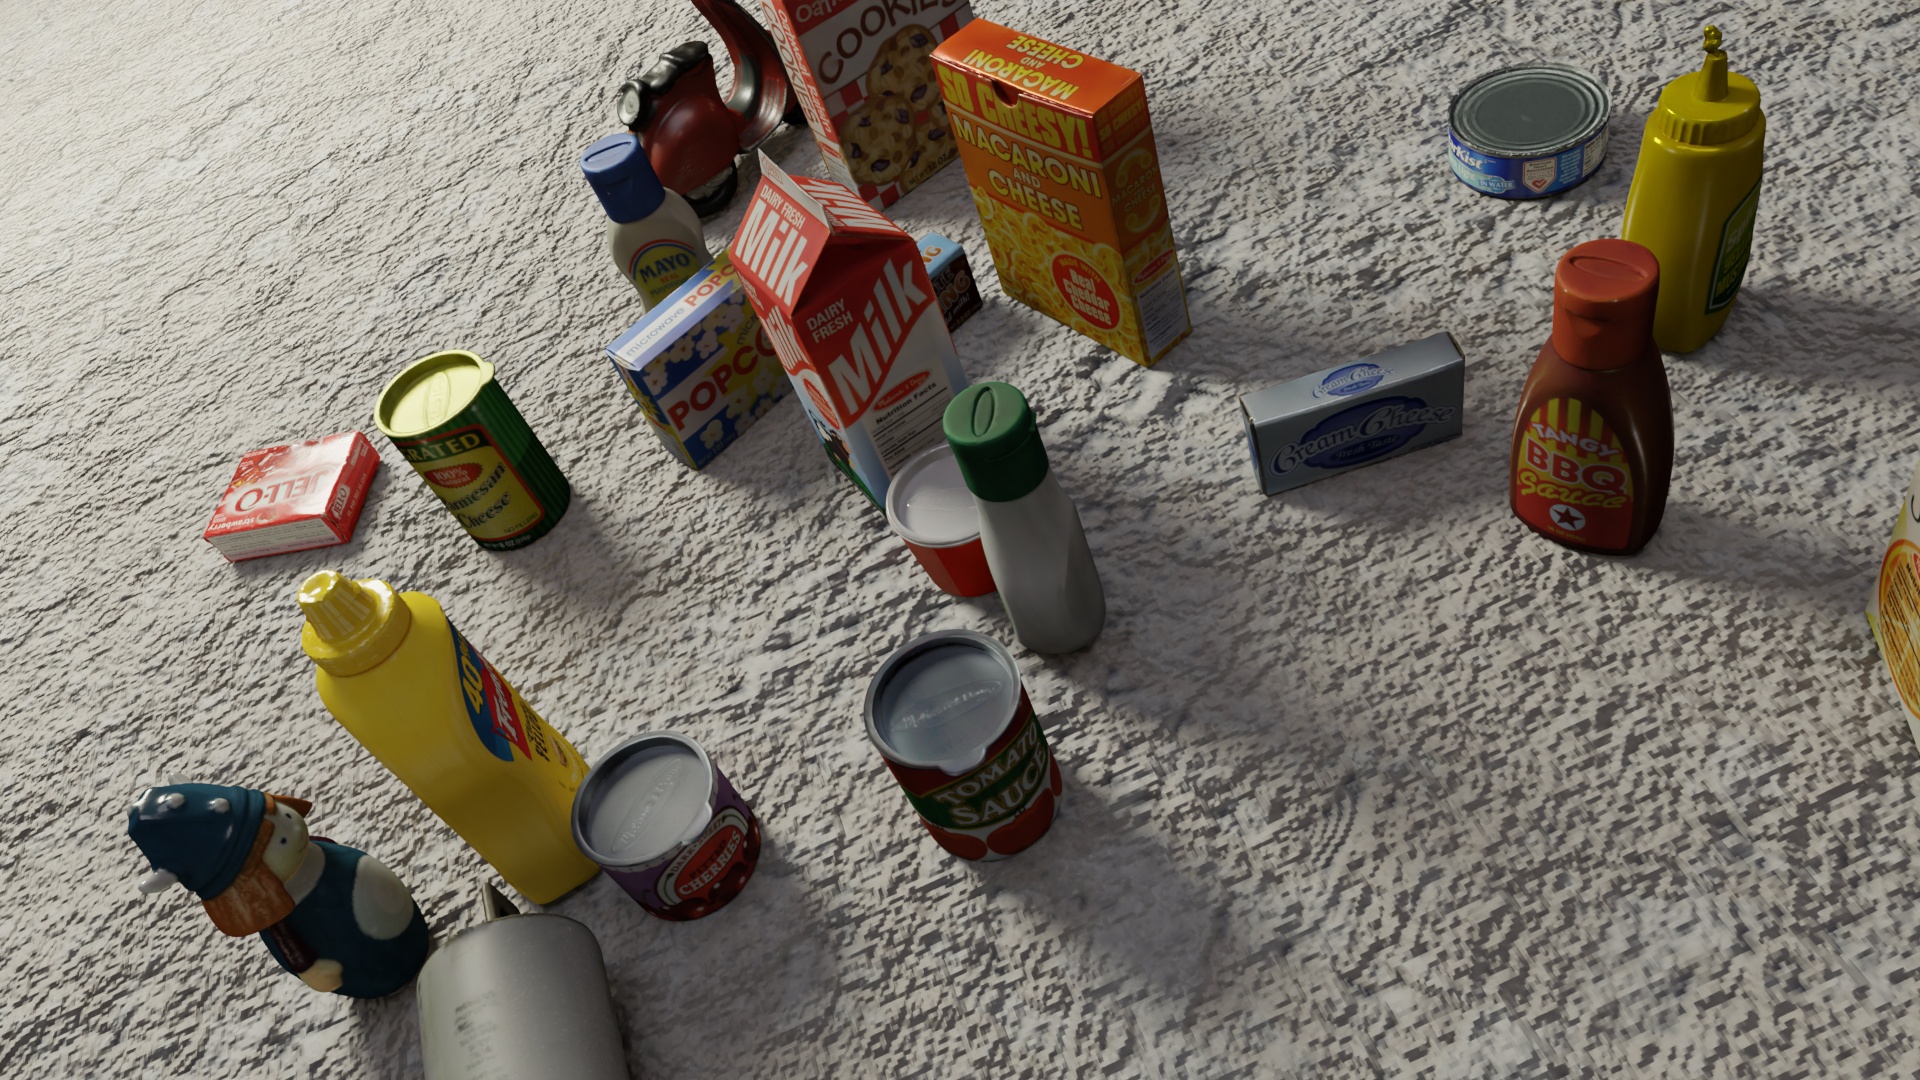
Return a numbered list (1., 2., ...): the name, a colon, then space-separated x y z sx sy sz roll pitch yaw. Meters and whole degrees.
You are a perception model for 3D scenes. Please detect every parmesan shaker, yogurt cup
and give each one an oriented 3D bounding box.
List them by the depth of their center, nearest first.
1. yogurt cup: 0.002 -0.009 0.692 0.072 0.053 0.073 -10 48 12
2. parmesan shaker: -0.273 -0.050 0.792 0.071 0.102 0.072 -10 49 12

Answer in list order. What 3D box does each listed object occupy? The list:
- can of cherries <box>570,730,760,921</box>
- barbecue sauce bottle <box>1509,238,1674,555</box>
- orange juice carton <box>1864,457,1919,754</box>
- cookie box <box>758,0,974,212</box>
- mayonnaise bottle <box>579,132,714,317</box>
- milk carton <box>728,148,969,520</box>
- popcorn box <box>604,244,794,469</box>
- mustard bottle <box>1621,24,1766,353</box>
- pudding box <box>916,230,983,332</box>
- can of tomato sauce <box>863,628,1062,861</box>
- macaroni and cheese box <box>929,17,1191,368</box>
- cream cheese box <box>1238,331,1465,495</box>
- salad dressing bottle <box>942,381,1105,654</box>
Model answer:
1. can of cherries: -0.128 0.129 0.618 0.071 0.058 0.072 -10 48 12
2. barbecue sauce bottle: 0.263 -0.057 0.576 0.065 0.148 0.044 25 63 35
3. orange juice carton: 0.371 -0.006 0.464 0.072 0.191 0.073 -6 49 15
4. cookie box: -0.047 -0.310 0.890 0.123 0.166 0.040 -39 49 -14
5. mayonnaise bottle: -0.178 -0.172 0.832 0.065 0.147 0.041 -21 47 2
6. milk carton: -0.053 -0.107 0.703 0.073 0.189 0.072 -35 48 -11
7. popcorn box: -0.134 -0.114 0.810 0.038 0.085 0.127 30 66 37
8. mustard bottle: 0.334 -0.159 0.631 0.049 0.159 0.065 27 64 35
9. pudding box: -0.030 -0.136 0.816 0.084 0.049 0.030 -43 50 -18
10. can of tomato sauce: 0.004 0.089 0.588 0.071 0.082 0.071 -10 49 12
11. macaroni and cheese box: 0.056 -0.184 0.747 0.040 0.165 0.124 -42 50 -16
12. cream cheese box: 0.190 -0.060 0.669 0.104 0.053 0.024 -17 47 5
13. salad dressing bottle: 0.029 -0.008 0.618 0.044 0.147 0.064 -4 50 17
